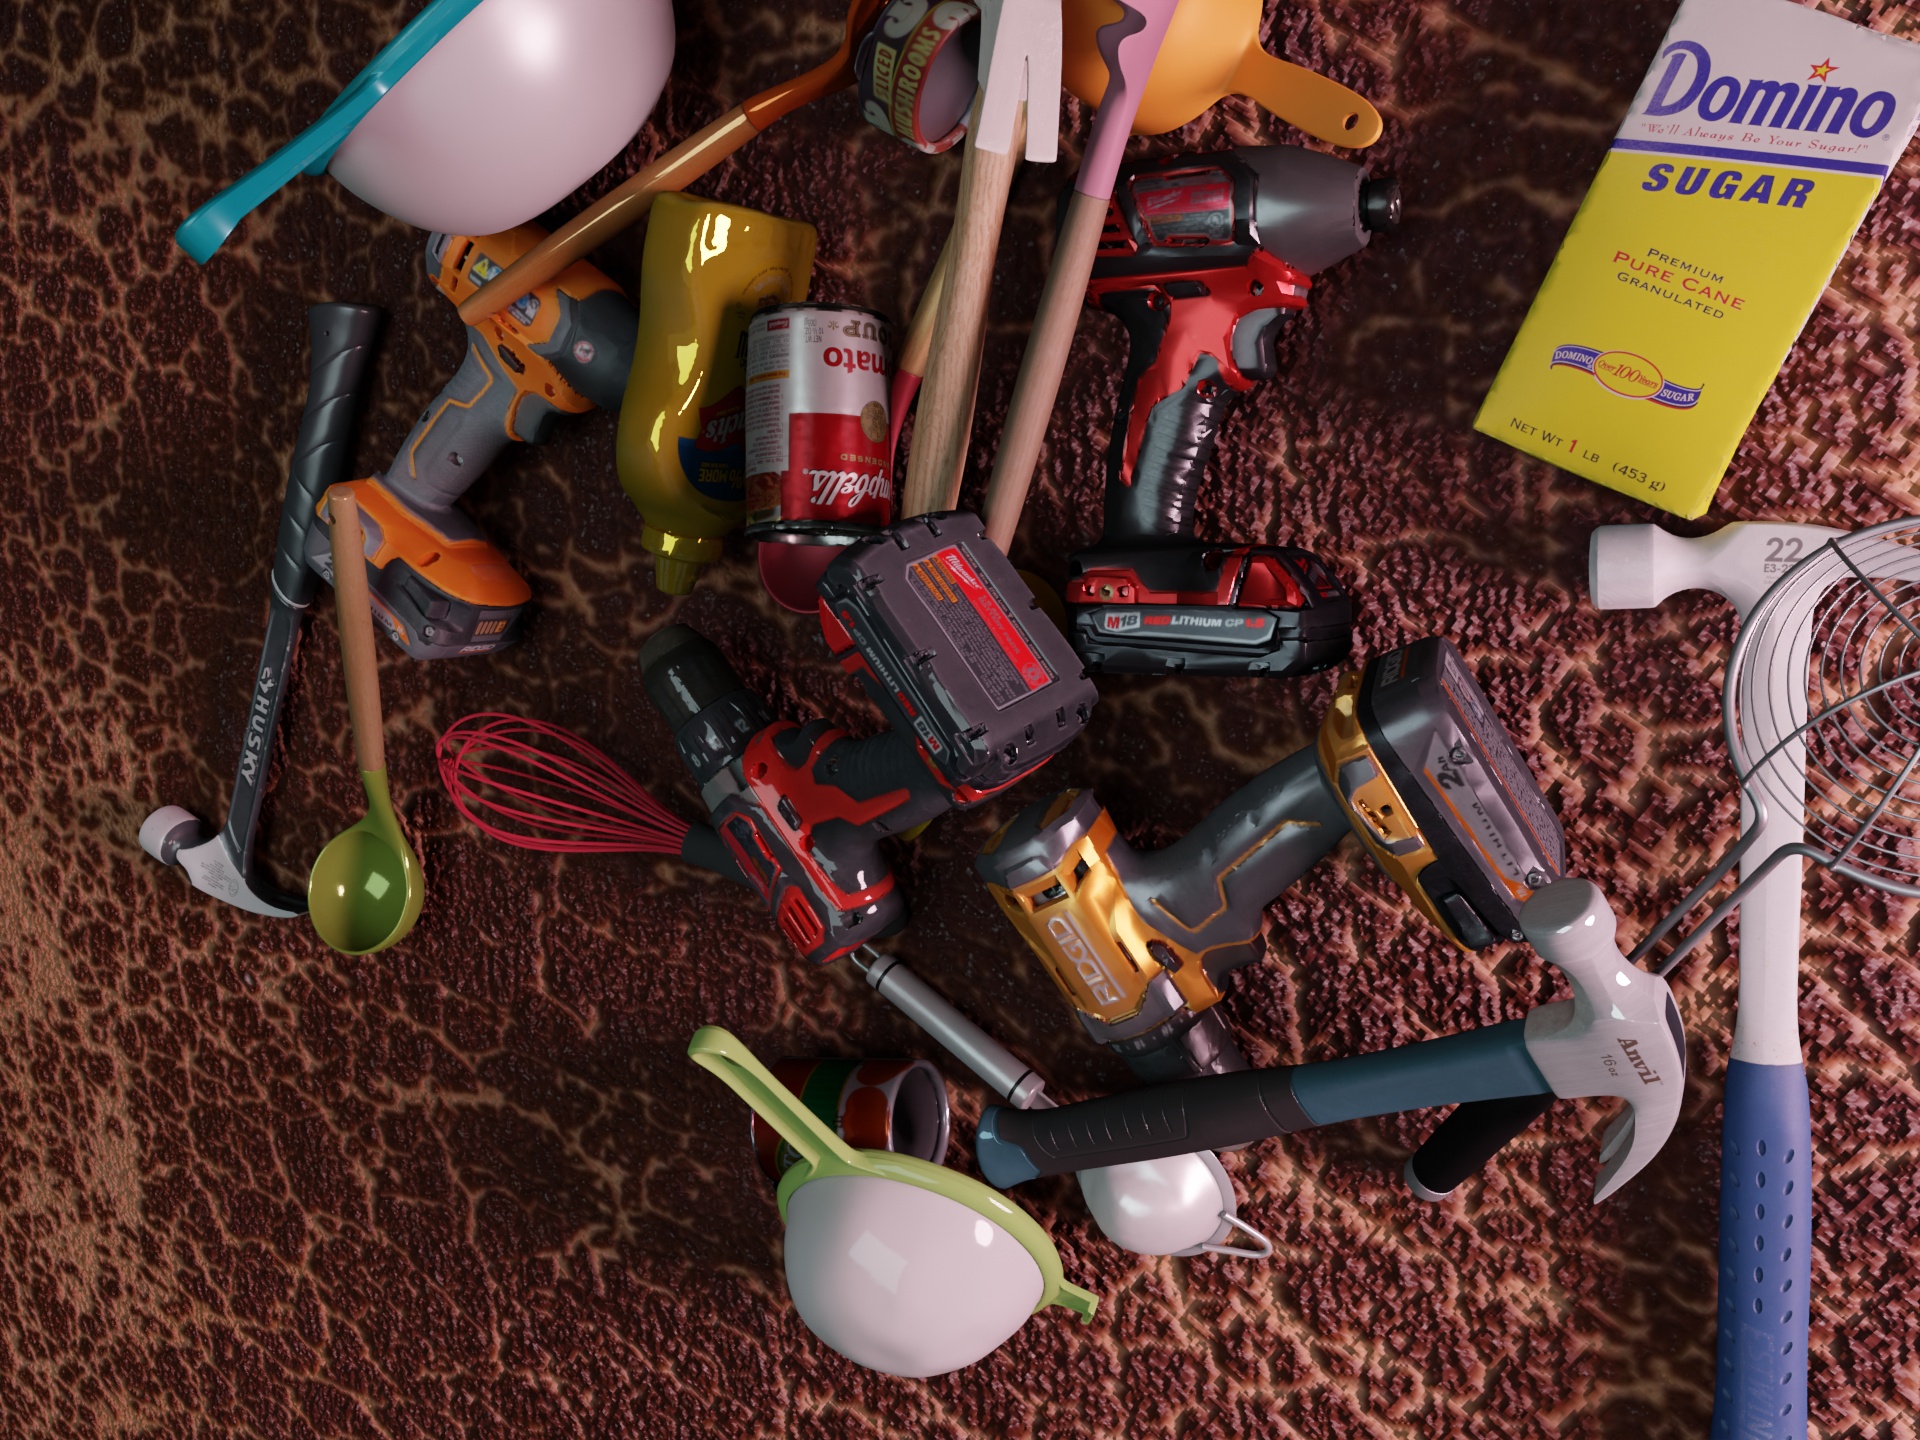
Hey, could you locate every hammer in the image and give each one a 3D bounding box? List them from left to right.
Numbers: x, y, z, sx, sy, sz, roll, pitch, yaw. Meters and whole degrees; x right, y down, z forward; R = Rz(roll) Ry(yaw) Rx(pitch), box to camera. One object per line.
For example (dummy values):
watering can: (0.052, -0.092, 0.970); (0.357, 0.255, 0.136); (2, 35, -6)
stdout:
hammer: (-0.417, -0.062, 0.987); (0.149, 0.036, 0.408); (27, 110, 20)
hammer: (-0.002, -0.159, 0.702); (0.031, 0.130, 0.331); (6, 122, -9)
hammer: (0.132, 0.156, 0.660); (0.331, 0.033, 0.128); (-22, 112, 39)
hammer: (0.325, 0.124, 0.629); (0.144, 0.035, 0.405); (1, 99, 28)

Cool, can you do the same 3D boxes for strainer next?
strainer: (-0.222, -0.262, 0.722); (0.211, 0.341, 0.095); (-26, 119, 33)
strainer: (-0.056, 0.244, 0.756); (0.151, 0.069, 0.256); (-13, 129, 33)
strainer: (0.038, 0.191, 0.791); (0.259, 0.050, 0.086); (36, 128, 21)

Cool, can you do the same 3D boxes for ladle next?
ladle: (-0.342, 0.010, 0.891); (0.078, 0.062, 0.320); (31, 134, 22)
ladle: (-0.016, -0.191, 0.759); (0.069, 0.031, 0.315); (33, 110, 16)

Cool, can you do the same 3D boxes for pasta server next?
pasta server: (0.039, -0.189, 0.649); (0.040, 0.060, 0.316); (10, 117, -12)

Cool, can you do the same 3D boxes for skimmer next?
skimmer: (0.280, 0.080, 0.601); (0.127, 0.090, 0.363); (52, 142, 27)

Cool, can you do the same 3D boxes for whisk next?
whisk: (-0.162, 0.060, 0.865); (0.296, 0.073, 0.073); (18, 107, 17)

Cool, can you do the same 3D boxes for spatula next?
spatula: (-0.120, -0.278, 0.747); (0.322, 0.081, 0.041); (-26, 86, 22)

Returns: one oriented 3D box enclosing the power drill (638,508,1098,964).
power drill: (-0.060, -0.005, 0.737); (0.188, 0.080, 0.226); (55, 138, 8)

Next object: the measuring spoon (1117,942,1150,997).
measuring spoon: (0.059, 0.102, 0.782); (0.117, 0.011, 0.021); (32, 114, 23)

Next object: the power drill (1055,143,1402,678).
power drill: (0.113, -0.131, 0.677); (0.143, 0.078, 0.219); (3, 97, 28)

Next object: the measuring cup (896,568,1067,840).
measuring cup: (-0.001, -0.002, 0.781); (0.062, 0.029, 0.156); (35, 111, 18)

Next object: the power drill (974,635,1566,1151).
power drill: (0.142, 0.085, 0.686); (0.226, 0.084, 0.185); (-28, 101, 28)

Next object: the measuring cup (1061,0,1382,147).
measuring cup: (0.097, -0.272, 0.636); (0.174, 0.052, 0.095); (48, 115, 40)

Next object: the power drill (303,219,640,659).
power drill: (-0.248, -0.145, 0.860); (0.164, 0.084, 0.226); (38, 110, 16)
